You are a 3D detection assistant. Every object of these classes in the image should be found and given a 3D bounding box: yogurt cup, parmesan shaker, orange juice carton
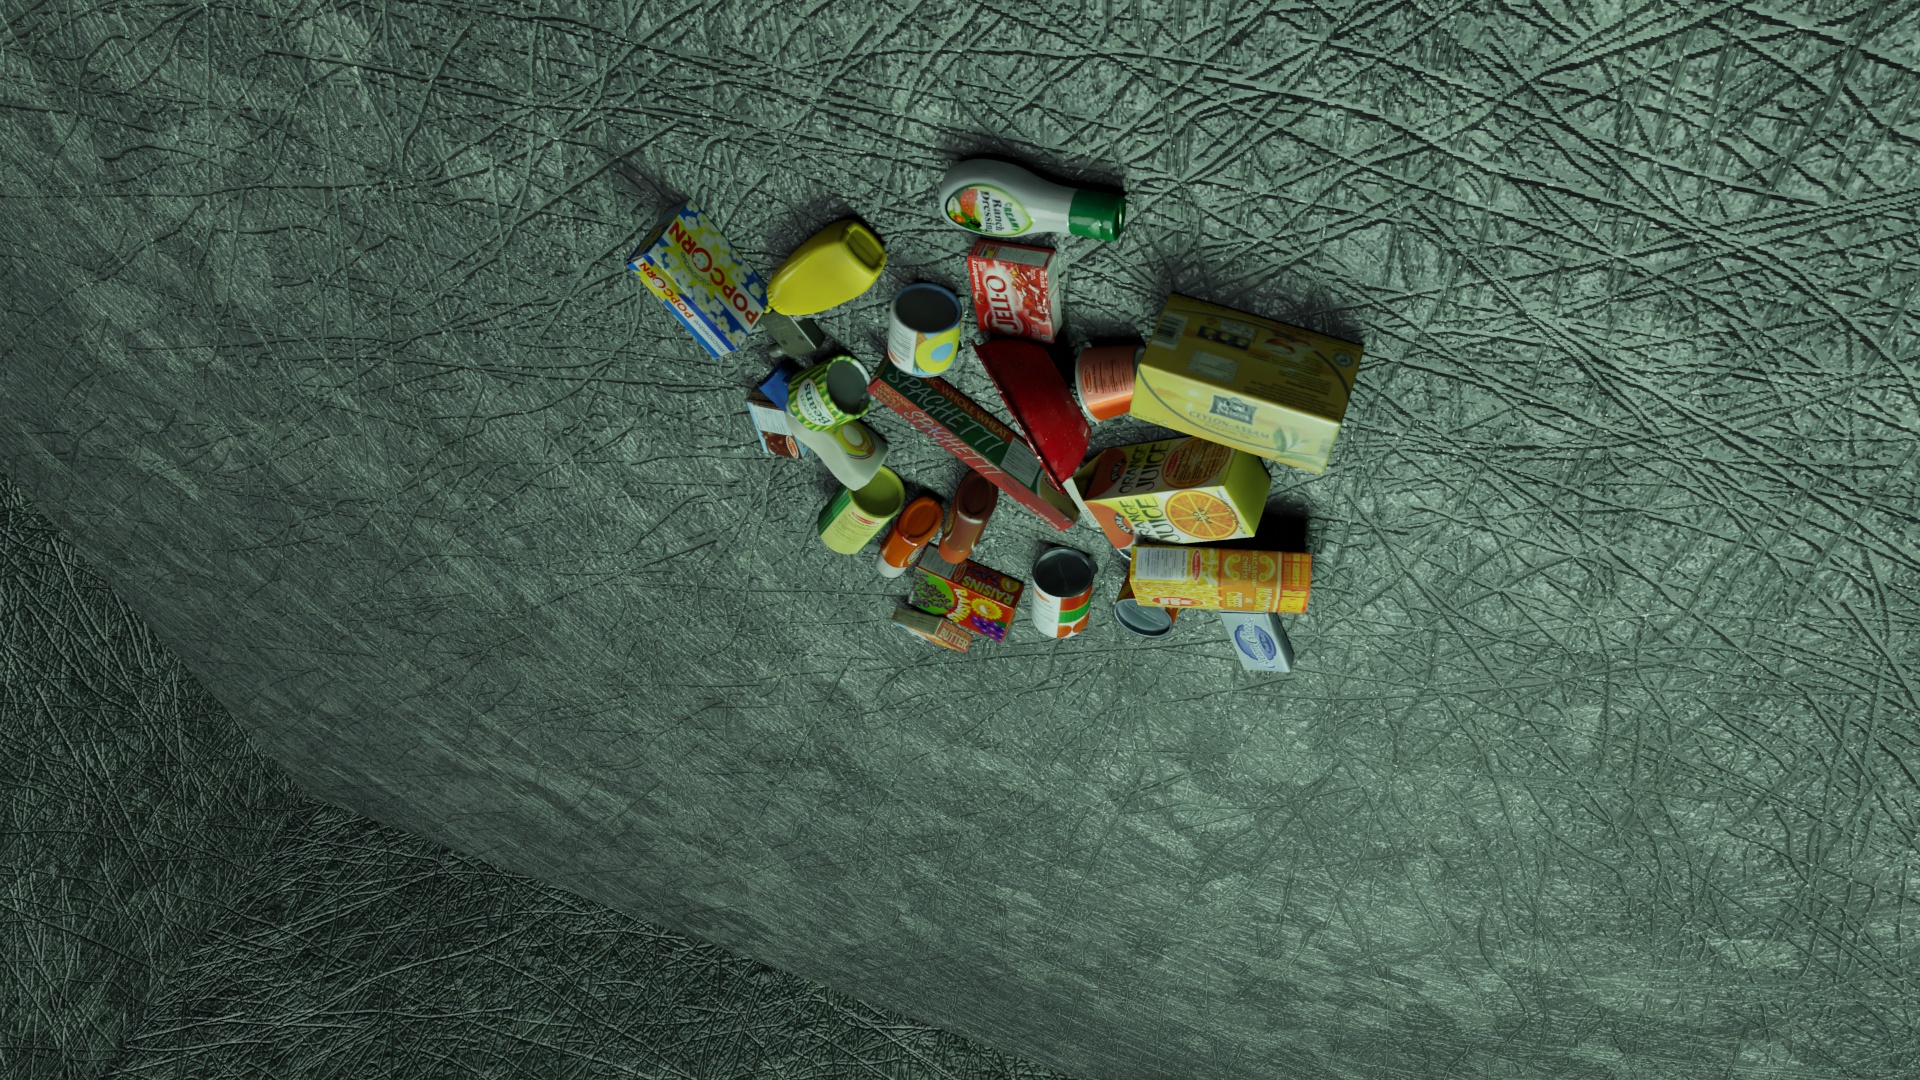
[{"bbox_3d":[0.139,-0.142,1.230,0.054,0.073,0.072,-8,134,28],"label":"yogurt cup"},{"bbox_3d":[-0.114,-0.036,1.535,0.071,0.072,0.102,33,146,-10],"label":"parmesan shaker"},{"bbox_3d":[0.188,-0.045,1.319,0.192,0.073,0.071,-6,135,39],"label":"orange juice carton"}]

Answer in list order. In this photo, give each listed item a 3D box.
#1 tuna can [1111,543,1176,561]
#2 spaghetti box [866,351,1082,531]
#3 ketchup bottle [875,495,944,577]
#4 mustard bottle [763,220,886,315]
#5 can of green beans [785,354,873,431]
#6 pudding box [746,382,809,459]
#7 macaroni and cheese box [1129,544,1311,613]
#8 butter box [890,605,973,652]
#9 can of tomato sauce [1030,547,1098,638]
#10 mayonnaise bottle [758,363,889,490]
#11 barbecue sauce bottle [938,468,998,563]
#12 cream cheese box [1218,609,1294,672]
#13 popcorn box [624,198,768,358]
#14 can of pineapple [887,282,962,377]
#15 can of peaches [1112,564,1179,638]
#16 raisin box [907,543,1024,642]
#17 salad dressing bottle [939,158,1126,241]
[{"bbox_3d":[0.191,-0.005,1.407,0.071,0.033,0.070,17,145,13],"label":"tuna can"},{"bbox_3d":[0.018,-0.100,1.376,0.250,0.050,0.028,35,144,-14],"label":"spaghetti box"},{"bbox_3d":[-0.063,0.002,1.560,0.043,0.065,0.148,38,155,0],"label":"ketchup bottle"},{"bbox_3d":[-0.137,-0.243,1.286,0.160,0.049,0.065,-16,128,46],"label":"mustard bottle"},{"bbox_3d":[-0.130,-0.148,1.394,0.057,0.071,0.071,-15,129,44],"label":"can of green beans"},{"bbox_3d":[-0.195,-0.128,1.496,0.050,0.030,0.083,11,144,19],"label":"pudding box"},{"bbox_3d":[0.253,0.038,1.350,0.166,0.040,0.123,2,167,11],"label":"macaroni and cheese box"},{"bbox_3d":[-0.035,0.106,1.675,0.053,0.024,0.103,31,169,-34],"label":"butter box"},{"bbox_3d":[0.112,0.057,1.515,0.071,0.071,0.082,17,146,13],"label":"can of tomato sauce"},{"bbox_3d":[-0.144,-0.121,1.445,0.148,0.065,0.041,43,139,-18],"label":"mayonnaise bottle"},{"bbox_3d":[0.005,-0.019,1.487,0.044,0.065,0.148,18,155,-3],"label":"barbecue sauce bottle"},{"bbox_3d":[0.315,0.100,1.475,0.053,0.024,0.103,1,139,33],"label":"cream cheese box"},{"bbox_3d":[-0.245,-0.247,1.317,0.038,0.085,0.126,-13,130,41],"label":"popcorn box"},{"bbox_3d":[-0.031,-0.194,1.271,0.071,0.071,0.057,21,146,8],"label":"can of pineapple"},{"bbox_3d":[0.202,0.060,1.465,0.071,0.058,0.071,17,145,13],"label":"can of peaches"},{"bbox_3d":[0.006,0.062,1.613,0.123,0.040,0.085,23,146,5],"label":"raisin box"},{"bbox_3d":[0.058,-0.272,1.124,0.148,0.044,0.064,13,145,18],"label":"salad dressing bottle"}]
